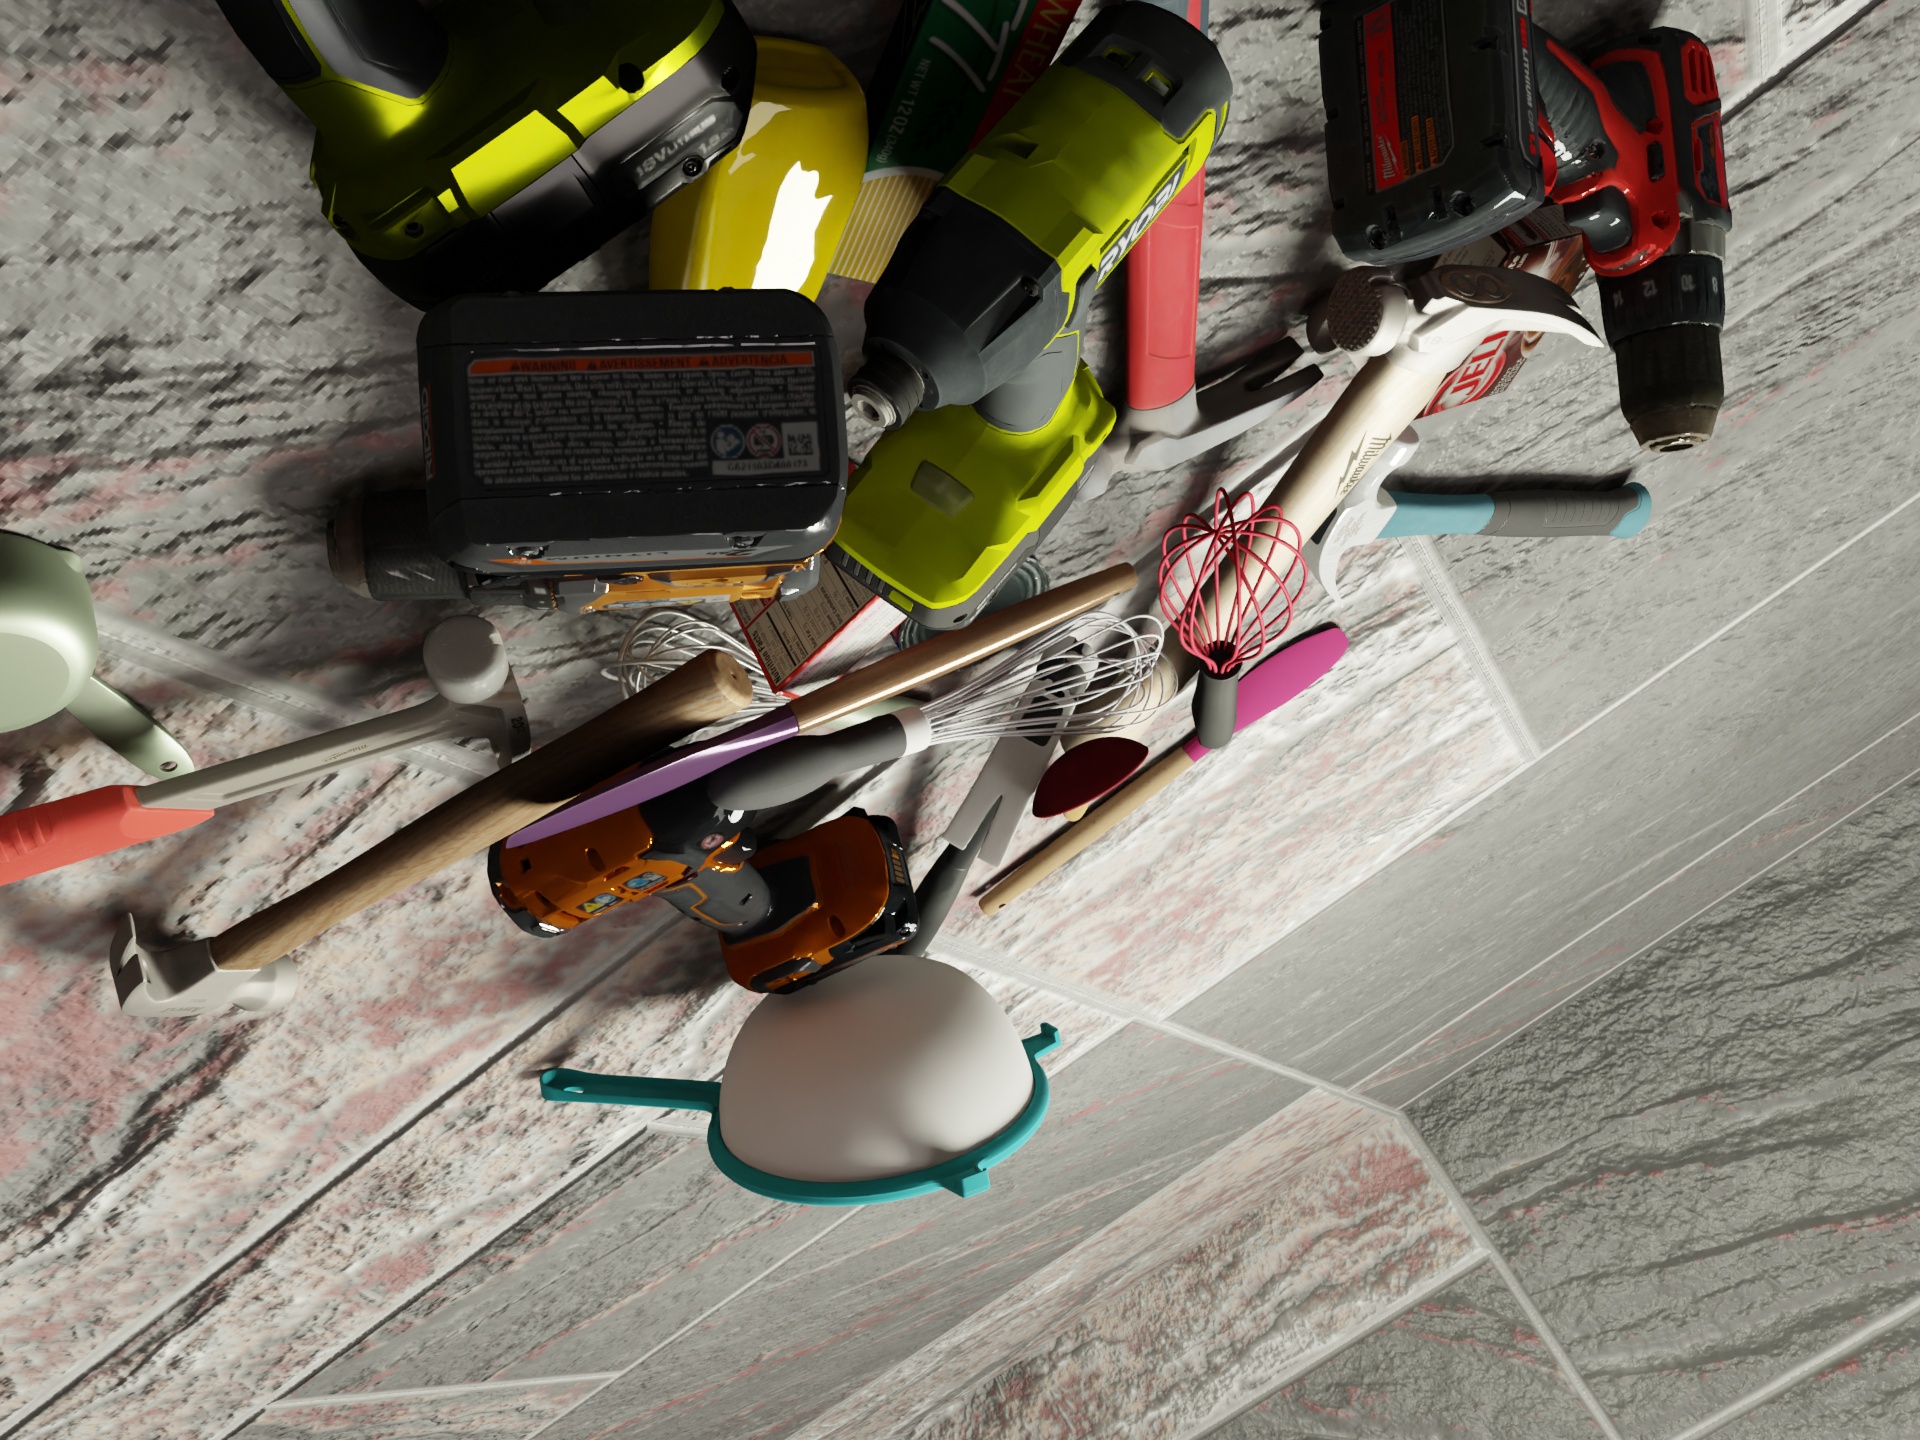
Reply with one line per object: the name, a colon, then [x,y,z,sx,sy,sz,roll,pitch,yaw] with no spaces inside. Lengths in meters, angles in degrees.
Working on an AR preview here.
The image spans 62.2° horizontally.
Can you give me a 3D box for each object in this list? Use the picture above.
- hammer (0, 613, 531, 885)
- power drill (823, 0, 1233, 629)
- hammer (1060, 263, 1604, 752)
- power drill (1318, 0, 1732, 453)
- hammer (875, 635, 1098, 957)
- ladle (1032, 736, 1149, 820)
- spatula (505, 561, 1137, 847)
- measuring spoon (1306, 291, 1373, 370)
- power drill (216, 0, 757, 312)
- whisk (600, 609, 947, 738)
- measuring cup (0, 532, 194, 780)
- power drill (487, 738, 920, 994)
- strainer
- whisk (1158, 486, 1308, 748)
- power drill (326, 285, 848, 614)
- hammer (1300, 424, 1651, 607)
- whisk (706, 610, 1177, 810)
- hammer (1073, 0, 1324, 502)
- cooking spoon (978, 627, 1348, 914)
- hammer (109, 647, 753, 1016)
hammer: [-0.352,0.046,0.634,0.359,0.037,0.149,-19,164,-18]
power drill: [0.010,-0.128,0.585,0.171,0.080,0.223,-52,173,-20]
hammer: [0.168,-0.086,0.869,0.146,0.038,0.410,-5,150,-27]
power drill: [0.255,-0.216,0.672,0.226,0.188,0.080,1,174,-40]
hammer: [-0.005,0.093,0.995,0.146,0.035,0.334,-61,179,-38]
ladle: [0.071,0.043,0.944,0.069,0.031,0.315,-30,172,-2]
spatula: [-0.053,-0.010,0.712,0.316,0.018,0.060,-24,176,-20]
measuring spoon: [0.206,-0.195,0.824,0.034,0.018,0.124,-48,153,17]
power drill: [-0.148,-0.225,0.397,0.190,0.080,0.228,-33,148,6]
whisk: [-0.084,-0.012,0.815,0.059,0.058,0.246,-7,169,34]
measuring cup: [-0.337,-0.005,0.596,0.083,0.038,0.167,-28,149,-5]
power drill: [-0.115,0.076,0.855,0.164,0.084,0.226,-27,151,21]
strainer: [-0.116,0.201,0.987,0.340,0.095,0.211,-1,-165,18]
whisk: [0.137,-0.039,0.832,0.073,0.073,0.295,-29,160,-3]
power drill: [-0.133,-0.076,0.542,0.185,0.084,0.226,-4,178,-11]
hammer: [0.339,-0.132,1.013,0.331,0.033,0.128,-6,141,-36]
whisk: [-0.002,-0.003,0.796,0.284,0.070,0.070,-17,148,-34]
hammer: [0.094,-0.240,0.626,0.143,0.038,0.386,-26,150,-10]
cooking spoon: [0.139,0.039,1.109,0.319,0.017,0.068,-38,149,12]
hammer: [-0.239,0.055,0.709,0.331,0.031,0.130,-28,165,13]
